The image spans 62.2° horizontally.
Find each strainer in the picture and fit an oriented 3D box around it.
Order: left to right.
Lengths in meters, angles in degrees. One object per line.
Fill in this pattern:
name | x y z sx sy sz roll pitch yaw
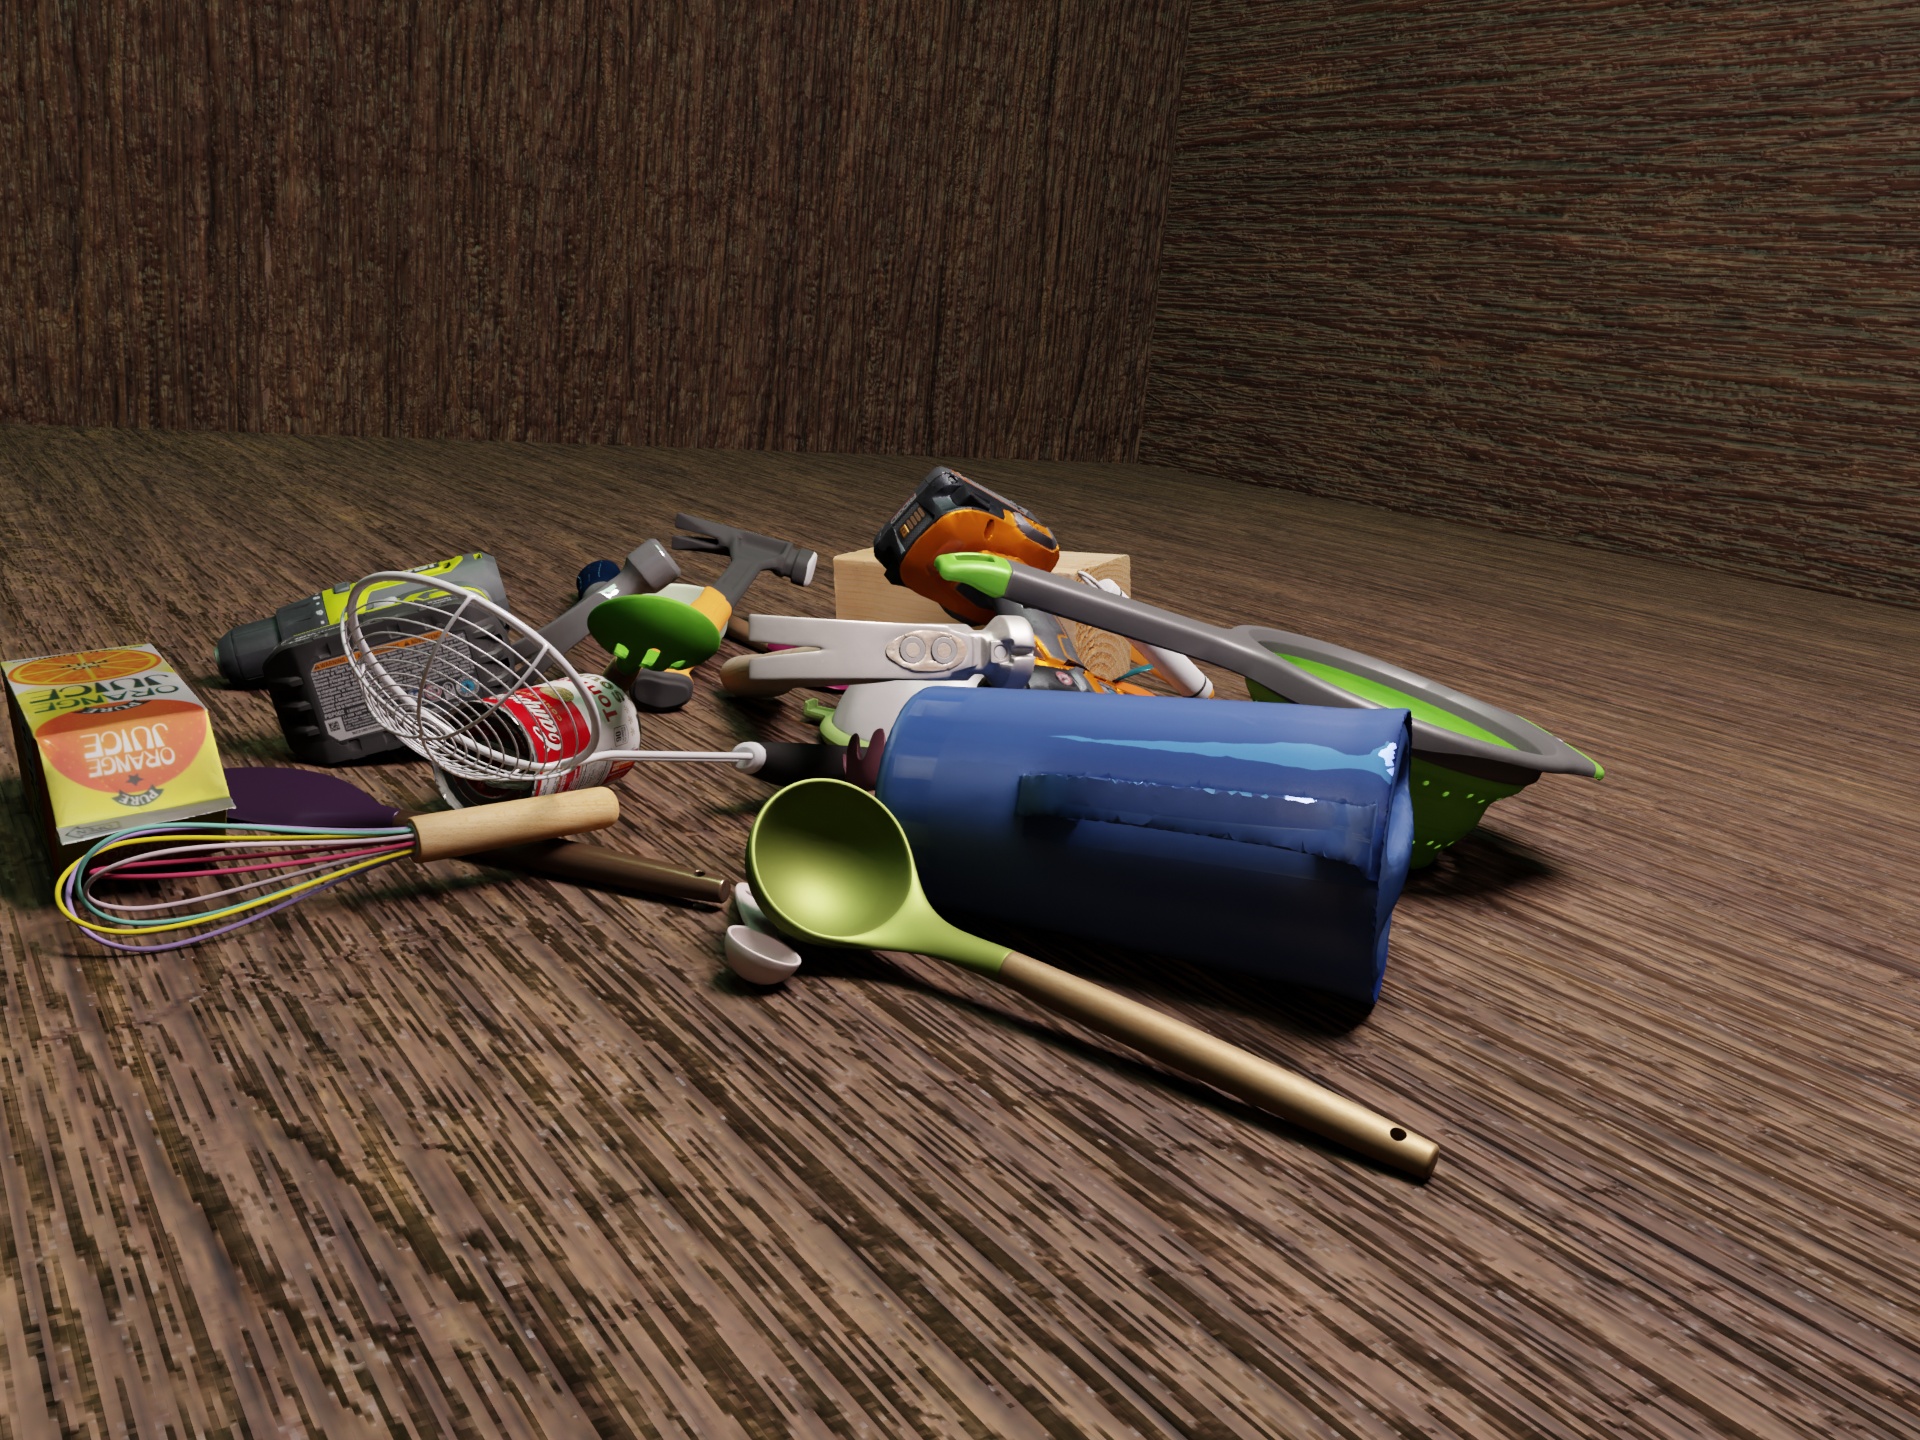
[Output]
strainer | -0.002 -0.003 1.028 0.151 0.069 0.256 1 13 -19
strainer | 0.151 -0.014 0.998 0.258 0.050 0.087 41 -1 -32

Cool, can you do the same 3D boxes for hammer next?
hammer | -0.299 -0.099 1.282 0.144 0.035 0.406 -37 14 -5
hammer | -0.204 -0.088 1.245 0.127 0.034 0.337 16 24 -1
hammer | -0.099 -0.034 0.972 0.146 0.038 0.411 0 -1 -20

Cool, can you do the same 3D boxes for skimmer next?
skimmer | -0.152 -0.011 0.836 0.127 0.090 0.363 -3 -4 34

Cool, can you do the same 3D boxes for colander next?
colander | 0.161 0.001 0.903 0.397 0.094 0.205 16 14 -14

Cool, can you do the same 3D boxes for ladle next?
ladle | 0.040 0.101 0.644 0.320 0.062 0.078 20 45 32

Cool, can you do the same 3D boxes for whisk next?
whisk | -0.270 0.054 0.717 0.245 0.051 0.047 -9 18 -37

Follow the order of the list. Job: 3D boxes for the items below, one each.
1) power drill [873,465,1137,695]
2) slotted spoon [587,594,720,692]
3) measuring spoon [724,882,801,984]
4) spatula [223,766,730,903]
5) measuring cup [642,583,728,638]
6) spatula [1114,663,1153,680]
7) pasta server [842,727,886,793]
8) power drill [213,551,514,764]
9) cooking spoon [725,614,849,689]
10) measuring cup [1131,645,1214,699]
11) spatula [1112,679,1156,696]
power drill | 0.032 -0.057 1.001 0.164 0.084 0.227 19 32 -48
slotted spoon | -0.199 -0.030 0.950 0.070 0.031 0.314 14 -10 -16
measuring spoon | -0.094 0.096 0.720 0.034 0.018 0.124 25 3 -12
spatula | -0.259 0.055 0.802 0.316 0.018 0.060 9 25 18
measuring cup | -0.223 -0.066 1.282 0.083 0.038 0.168 4 24 -13
spatula | 0.023 -0.054 1.294 0.318 0.044 0.082 11 17 27
pasta server | 0.070 0.019 0.840 0.316 0.060 0.040 -10 43 28
power drill | -0.379 -0.045 1.014 0.190 0.080 0.229 -17 19 -16
cooking spoon | -0.168 -0.068 1.332 0.068 0.017 0.319 -5 18 -35
measuring cup | 0.125 -0.056 1.304 0.174 0.095 0.052 31 29 20
spatula | 0.046 -0.022 1.227 0.323 0.041 0.081 11 15 39
